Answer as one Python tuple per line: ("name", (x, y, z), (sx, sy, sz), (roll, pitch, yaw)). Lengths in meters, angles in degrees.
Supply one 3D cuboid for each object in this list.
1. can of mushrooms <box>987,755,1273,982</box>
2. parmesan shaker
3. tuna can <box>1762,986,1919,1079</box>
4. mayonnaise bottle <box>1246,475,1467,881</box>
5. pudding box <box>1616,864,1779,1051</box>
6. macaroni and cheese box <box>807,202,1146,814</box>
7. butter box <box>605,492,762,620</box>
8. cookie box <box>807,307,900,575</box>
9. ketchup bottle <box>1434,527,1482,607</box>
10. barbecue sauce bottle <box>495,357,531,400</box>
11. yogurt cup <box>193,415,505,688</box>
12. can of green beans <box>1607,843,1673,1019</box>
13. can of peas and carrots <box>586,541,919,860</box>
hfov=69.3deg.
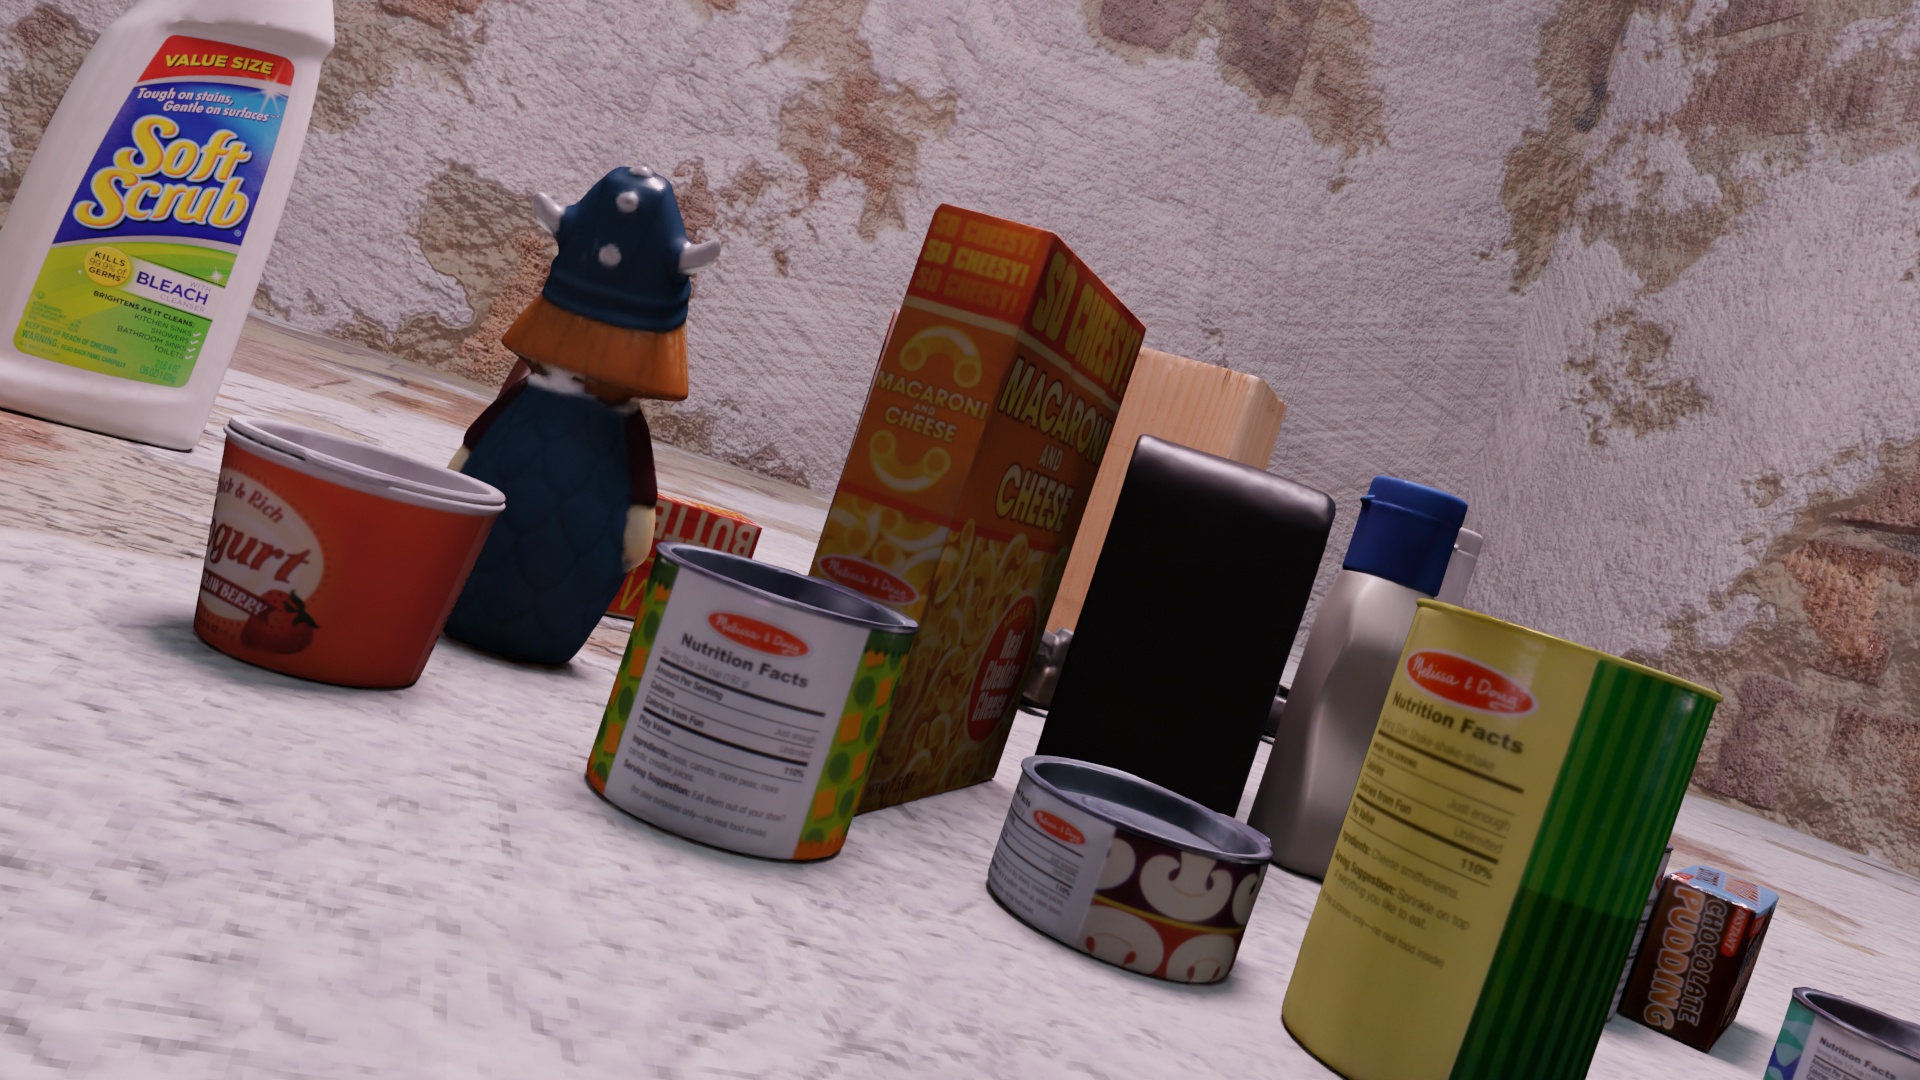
("can of mushrooms", (0.044, 0.082, 0.350), (0.071, 0.033, 0.071), (19, 2, 0))
("parmesan shaker", (0.119, 0.072, 0.317), (0.071, 0.103, 0.071), (19, 1, 0))
("tuna can", (0.264, 0.155, 0.387), (0.071, 0.033, 0.071), (19, 2, 0))
("mayonnaise bottle", (0.150, 0.051, 0.523), (0.041, 0.148, 0.065), (19, 1, 0))
("pudding box", (0.251, 0.138, 0.471), (0.030, 0.049, 0.084), (20, 2, 35))
("macaroni and cheese box", (0.002, -0.005, 0.433), (0.040, 0.166, 0.124), (19, 2, 20))
("butter box", (-0.134, 0.004, 0.562), (0.103, 0.053, 0.024), (17, 2, -42))
("cookie box", (-0.029, -0.027, 0.718), (0.040, 0.167, 0.123), (19, 2, 9))
("ketchup bottle", (0.201, 0.063, 0.645), (0.065, 0.148, 0.043), (19, 1, 8))
("barbecue sauce bottle", (-0.193, -0.070, 0.679), (0.044, 0.148, 0.065), (20, 2, 43))
("yogurt cup", (-0.157, 0.004, 0.353), (0.072, 0.054, 0.072), (19, 2, 0))
("can of green beans", (0.187, 0.113, 0.450), (0.071, 0.058, 0.071), (19, 2, 0))
("can of peas and carrots", (-0.050, 0.038, 0.339), (0.071, 0.058, 0.071), (19, 2, 0))
